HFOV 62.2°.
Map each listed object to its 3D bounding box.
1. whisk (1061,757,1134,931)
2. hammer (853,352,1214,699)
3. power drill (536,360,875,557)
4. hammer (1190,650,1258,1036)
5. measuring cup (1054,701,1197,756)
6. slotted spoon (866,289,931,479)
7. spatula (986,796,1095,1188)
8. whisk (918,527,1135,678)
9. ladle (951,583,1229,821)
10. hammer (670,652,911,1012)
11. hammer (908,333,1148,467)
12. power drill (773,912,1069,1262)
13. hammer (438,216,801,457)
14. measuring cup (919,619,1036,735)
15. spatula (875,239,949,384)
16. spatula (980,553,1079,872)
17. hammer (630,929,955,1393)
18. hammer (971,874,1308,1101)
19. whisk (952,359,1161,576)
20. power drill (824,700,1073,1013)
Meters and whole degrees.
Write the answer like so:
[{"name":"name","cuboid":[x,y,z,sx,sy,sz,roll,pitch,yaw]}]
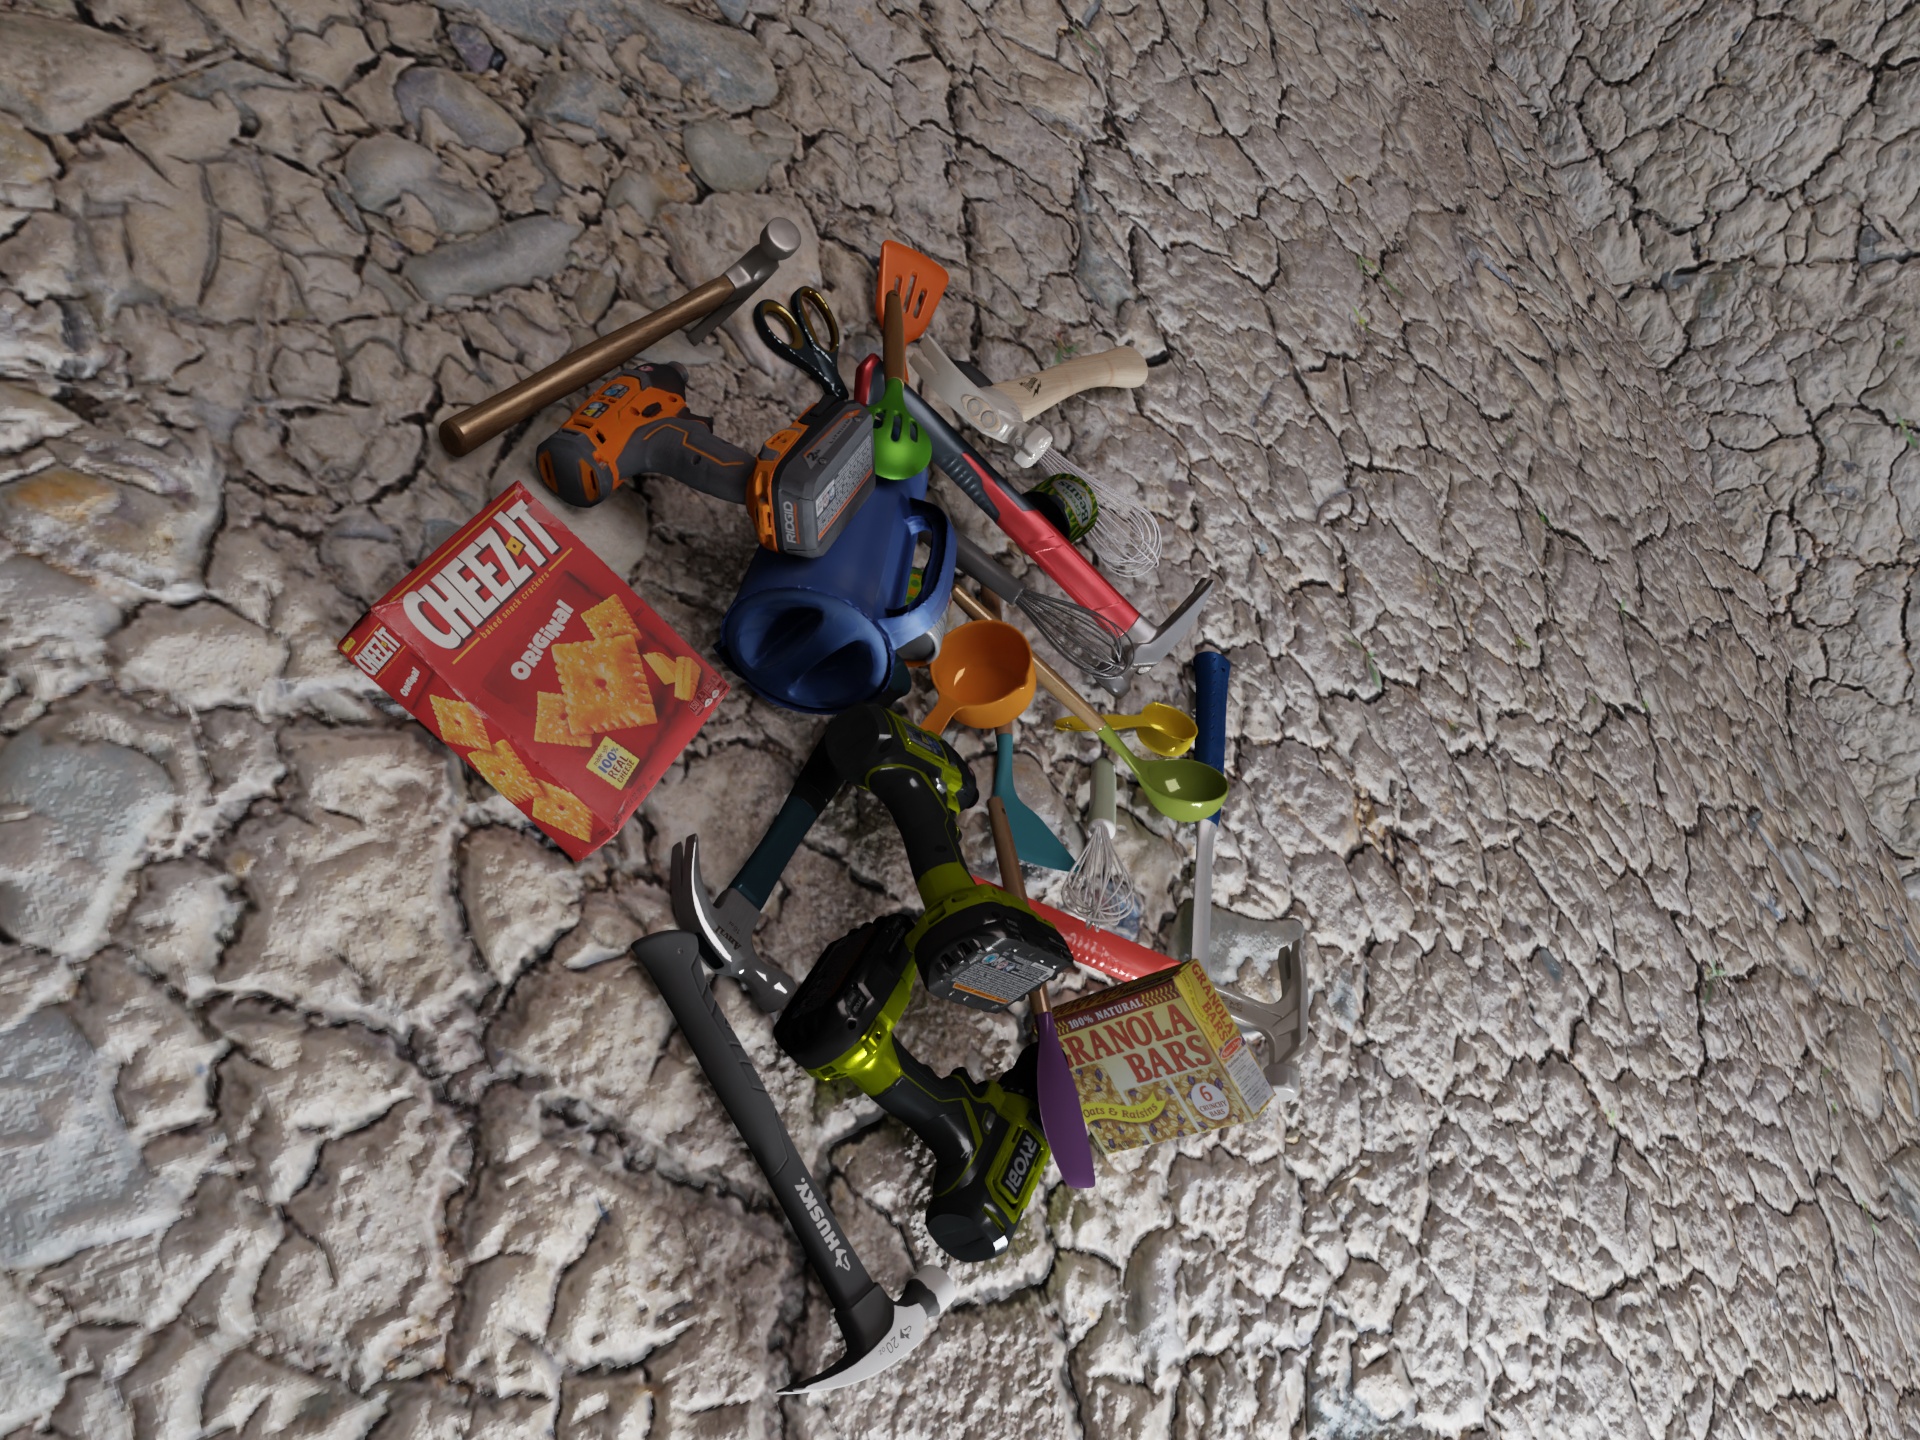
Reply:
[{"name":"whisk","cuboid":[0.119,0.099,1.357,0.059,0.057,0.246,8,29,2]},{"name":"hammer","cuboid":[0.060,-0.197,1.443,0.386,0.038,0.143,43,89,-16]},{"name":"power drill","cuboid":[-0.182,-0.210,1.200,0.226,0.084,0.164,15,45,16]},{"name":"hammer","cuboid":[0.236,0.111,1.509,0.144,0.035,0.406,29,51,-28]},{"name":"measuring cup","cuboid":[0.152,0.011,1.494,0.156,0.029,0.062,-1,37,-28]},{"name":"slotted spoon","cuboid":[-0.058,-0.297,1.348,0.070,0.031,0.314,16,36,-14]},{"name":"spatula","cuboid":[0.057,0.204,1.235,0.059,0.018,0.316,23,48,-50]},{"name":"whisk","cuboid":[0.053,-0.115,1.414,0.239,0.055,0.055,36,45,7]},{"name":"ladle","cuboid":[0.115,-0.019,1.420,0.320,0.062,0.078,42,24,-16]},{"name":"hammer","cuboid":[-0.115,0.060,1.221,0.128,0.033,0.331,45,45,-16]},{"name":"hammer","cuboid":[0.091,-0.338,1.557,0.146,0.038,0.410,42,30,6]},{"name":"power drill","cuboid":[-0.014,0.256,1.178,0.228,0.080,0.191,50,40,-13]},{"name":"hammer","cuboid":[-0.264,-0.288,1.229,0.331,0.130,0.031,-42,98,-35]},{"name":"measuring cup","cuboid":[-0.002,-0.004,1.343,0.174,0.095,0.052,-54,153,-19]},{"name":"spatula","cuboid":[-0.050,-0.296,1.464,0.081,0.041,0.323,19,58,-35]},{"name":"spatula","cuboid":[0.045,-0.013,1.396,0.082,0.044,0.318,17,57,-40]},{"name":"hammer","cuboid":[-0.132,0.292,1.080,0.146,0.035,0.335,-28,88,-47]},{"name":"hammer","cuboid":[0.146,0.196,1.341,0.358,0.036,0.149,25,52,-20]},{"name":"whisk","cuboid":[0.093,-0.249,1.560,0.284,0.070,0.070,43,46,-10]},{"name":"power drill","cuboid":[-0.006,0.101,1.198,0.171,0.080,0.223,31,29,-53]}]
